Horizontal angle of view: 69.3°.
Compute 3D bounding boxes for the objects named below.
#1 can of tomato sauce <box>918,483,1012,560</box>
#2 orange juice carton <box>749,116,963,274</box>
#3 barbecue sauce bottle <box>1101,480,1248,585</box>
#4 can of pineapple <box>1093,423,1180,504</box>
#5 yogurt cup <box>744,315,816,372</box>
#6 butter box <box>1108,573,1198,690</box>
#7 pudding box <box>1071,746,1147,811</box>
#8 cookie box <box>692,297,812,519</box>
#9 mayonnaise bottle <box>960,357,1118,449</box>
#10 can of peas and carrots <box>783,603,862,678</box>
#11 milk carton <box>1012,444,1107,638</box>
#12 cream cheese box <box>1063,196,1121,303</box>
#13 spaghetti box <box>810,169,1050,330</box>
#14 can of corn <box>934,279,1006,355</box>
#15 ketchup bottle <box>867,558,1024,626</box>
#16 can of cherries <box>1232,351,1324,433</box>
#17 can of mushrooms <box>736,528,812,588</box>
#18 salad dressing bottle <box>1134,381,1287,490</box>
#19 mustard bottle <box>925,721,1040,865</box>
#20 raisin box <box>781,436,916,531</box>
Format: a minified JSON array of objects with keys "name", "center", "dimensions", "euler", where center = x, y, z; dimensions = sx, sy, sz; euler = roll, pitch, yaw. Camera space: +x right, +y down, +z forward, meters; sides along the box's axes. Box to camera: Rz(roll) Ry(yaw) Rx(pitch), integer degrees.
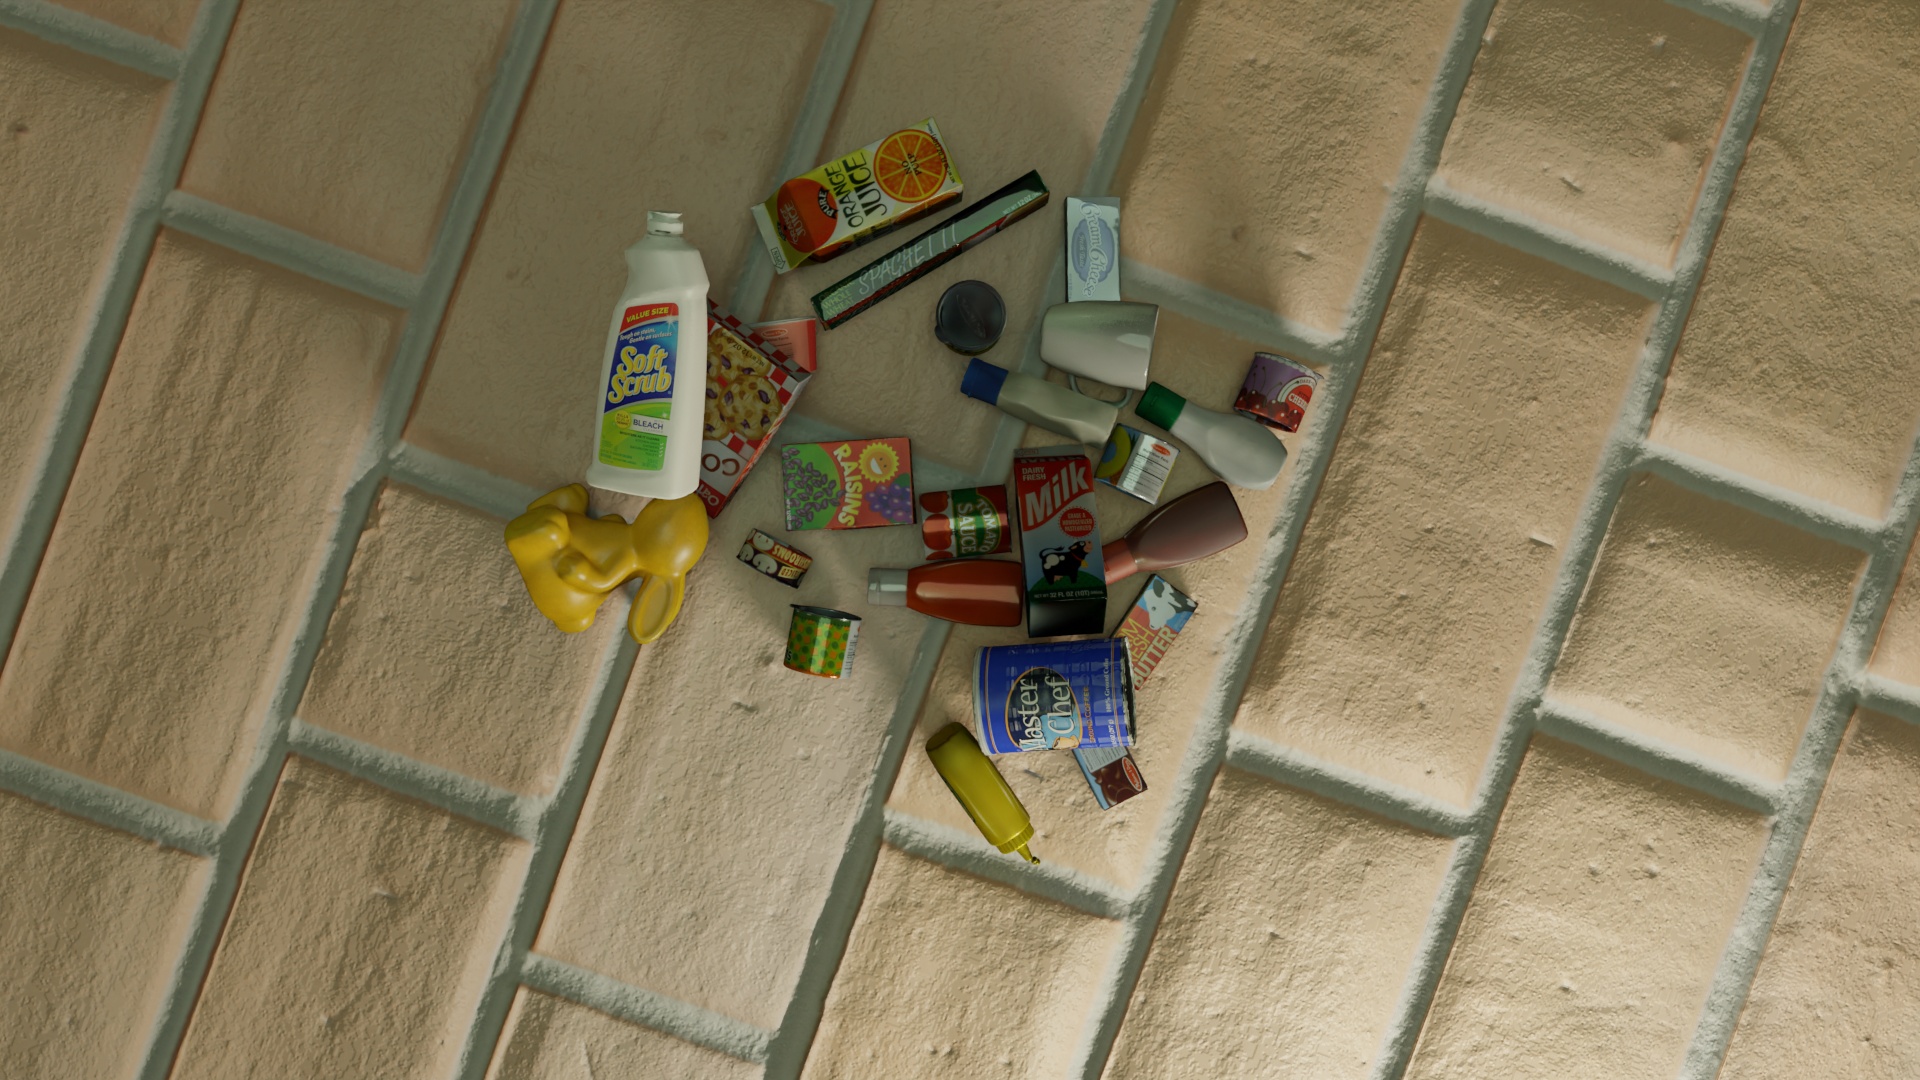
[{"name":"can of tomato sauce","center":[0.005,-0.017,1.319],"dimensions":[0.083,0.071,0.071],"euler":[-6,91,0]},{"name":"orange juice carton","center":[-0.098,-0.322,1.312],"dimensions":[0.193,0.073,0.072],"euler":[-24,91,0]},{"name":"barbecue sauce bottle","center":[0.197,-0.001,1.335],"dimensions":[0.148,0.043,0.065],"euler":[-24,90,0]},{"name":"can of pineapple","center":[0.167,-0.073,1.324],"dimensions":[0.071,0.071,0.058],"euler":[24,91,-1]},{"name":"yogurt cup","center":[-0.167,-0.183,1.319],"dimensions":[0.072,0.072,0.054],"euler":[-8,99,0]},{"name":"butter box","center":[0.180,0.089,1.345],"dimensions":[0.053,0.024,0.103],"euler":[34,90,0]},{"name":"pudding box","center":[0.140,0.213,1.343],"dimensions":[0.050,0.030,0.083],"euler":[-28,91,-1]},{"name":"cookie box","center":[-0.235,-0.122,1.300],"dimensions":[0.123,0.040,0.166],"euler":[36,113,-1]},{"name":"mayonnaise bottle","center":[0.074,-0.132,1.324],"dimensions":[0.148,0.064,0.041],"euler":[22,80,3]},{"name":"can of peas and carrots","center":[-0.134,0.096,1.321],"dimensions":[0.071,0.071,0.058],"euler":[11,92,-1]},{"name":"milk carton","center":[0.090,-0.010,1.297],"dimensions":[0.072,0.073,0.191],"euler":[-3,58,0]},{"name":"cream cheese box","center":[0.128,-0.279,1.340],"dimensions":[0.053,0.024,0.103],"euler":[-1,91,-2]},{"name":"spaghetti box","center":[-0.029,-0.276,1.325],"dimensions":[0.250,0.050,0.028],"euler":[-30,89,0]},{"name":"can of corn","center":[0.007,-0.209,1.322],"dimensions":[0.071,0.058,0.071],"euler":[0,91,-1]},{"name":"ketchup bottle","center":[-0.014,0.048,1.333],"dimensions":[0.149,0.043,0.064],"euler":[3,89,-1]},{"name":"can of cherries","center":[0.302,-0.140,1.321],"dimensions":[0.071,0.071,0.058],"euler":[23,91,-1]},{"name":"can of mushrooms","center":[-0.175,0.018,1.317],"dimensions":[0.071,0.071,0.033],"euler":[28,89,-1]},{"name":"salad dressing bottle","center":[0.240,-0.103,1.335],"dimensions":[0.148,0.044,0.064],"euler":[30,92,0]},{"name":"mustard bottle","center":[0.027,0.249,1.327],"dimensions":[0.049,0.065,0.160],"euler":[-35,95,-4]},{"name":"raisin box","center":[-0.107,-0.053,1.333],"dimensions":[0.123,0.040,0.086],"euler":[-4,90,1]}]
